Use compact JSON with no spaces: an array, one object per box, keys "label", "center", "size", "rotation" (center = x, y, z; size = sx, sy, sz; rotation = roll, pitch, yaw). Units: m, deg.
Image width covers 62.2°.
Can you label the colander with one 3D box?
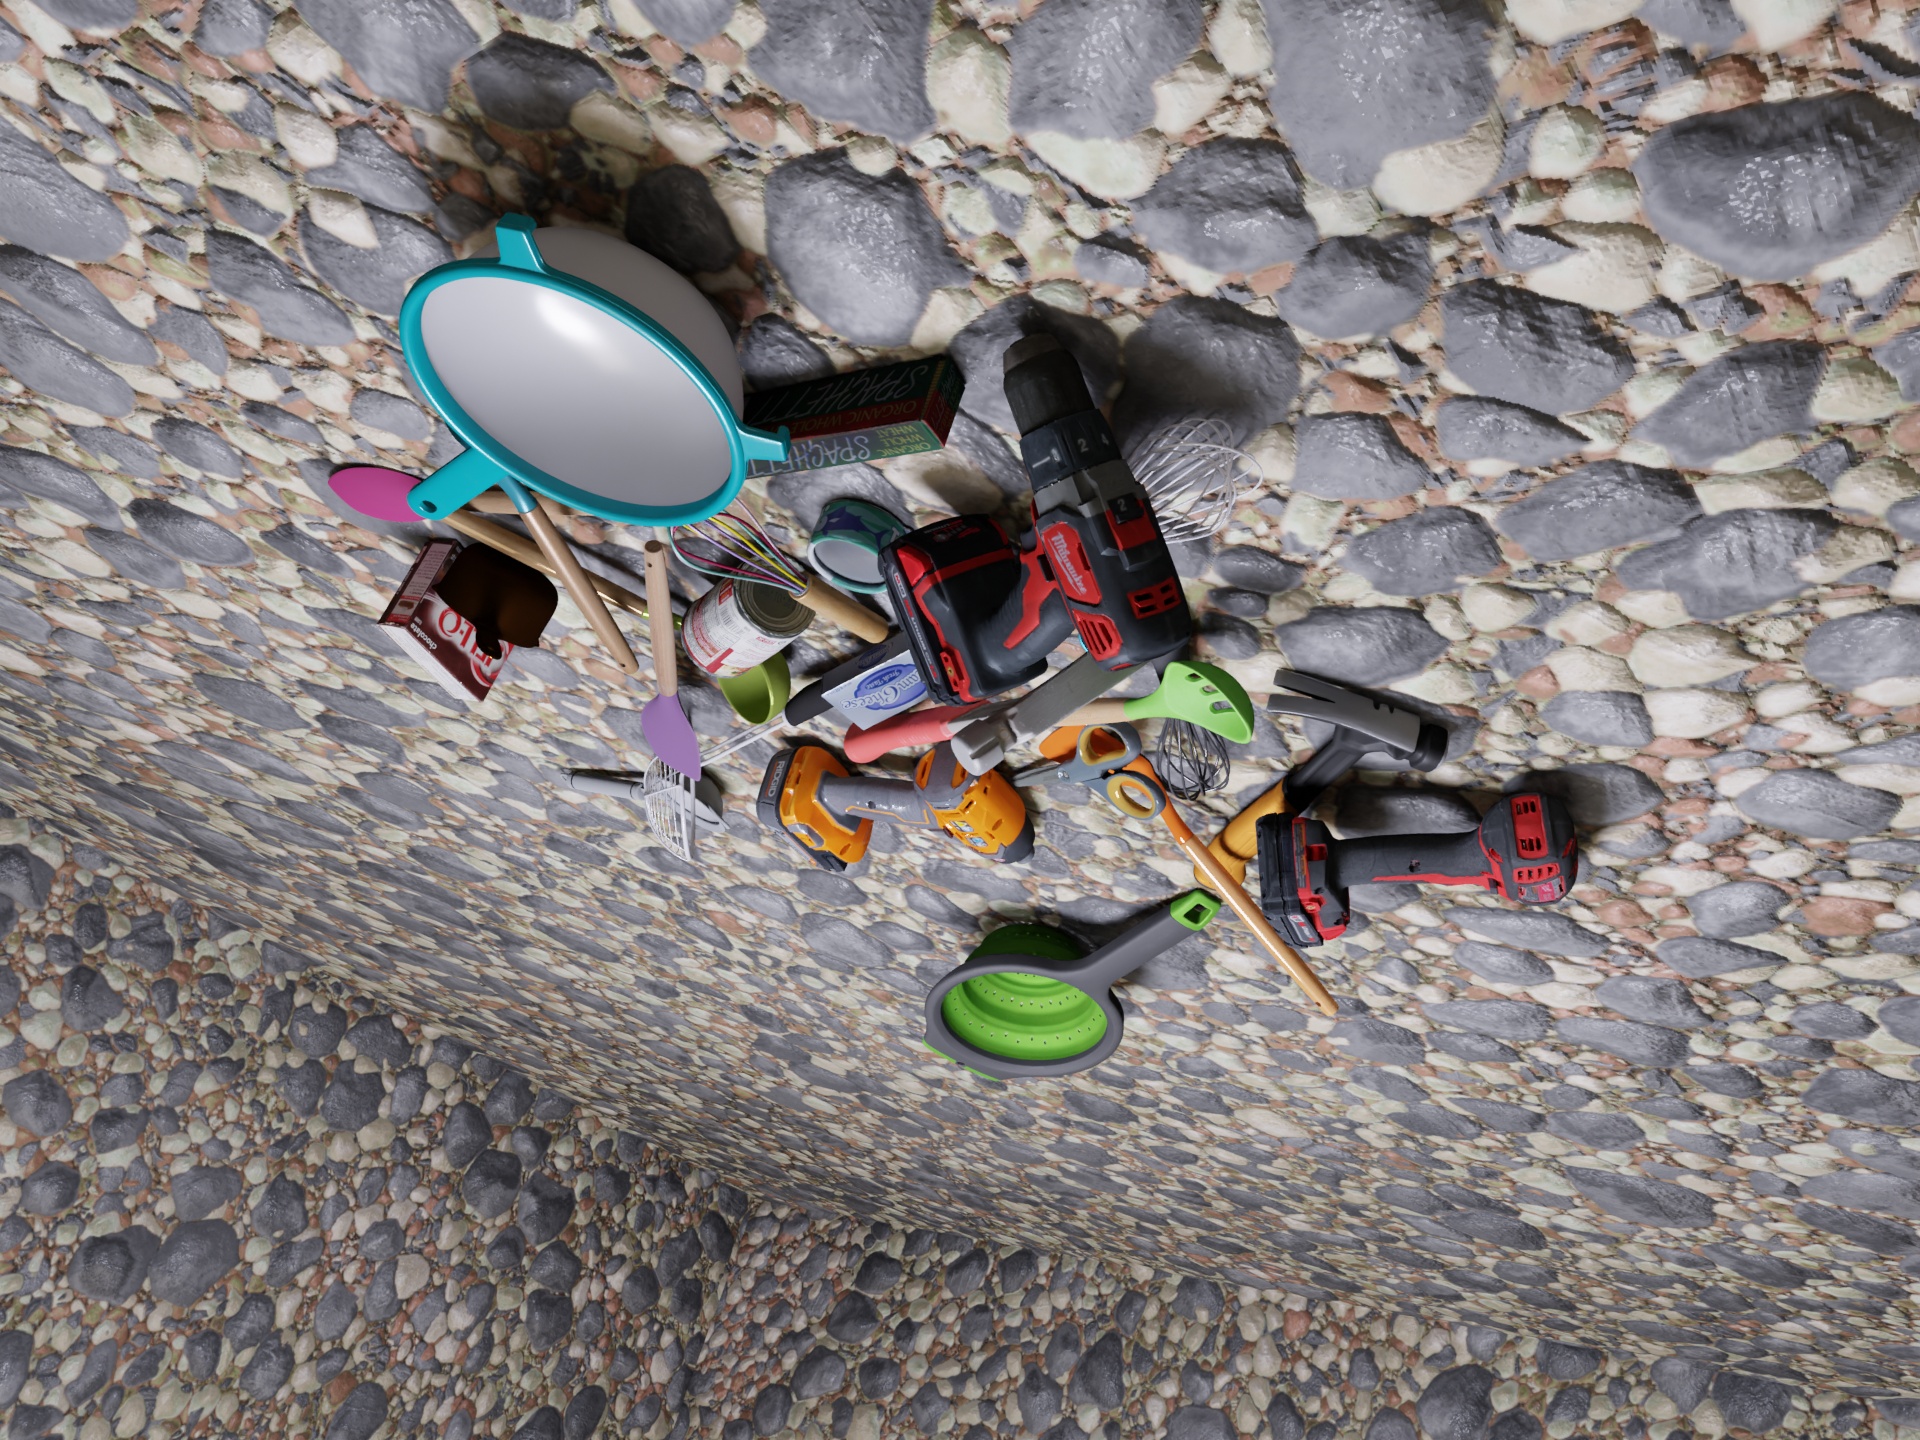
[{"label":"colander","center":[0.117,0.236,1.596],"size":[0.204,0.095,0.397],"rotation":[31,133,-21]}]

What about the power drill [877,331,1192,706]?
[{"label":"power drill","center":[0.034,-0.107,0.937],"size":[0.227,0.080,0.188],"rotation":[-20,91,62]}]

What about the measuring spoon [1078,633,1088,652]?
[{"label":"measuring spoon","center":[0.104,-0.084,1.064],"size":[0.042,0.021,0.128],"rotation":[26,147,19]}]

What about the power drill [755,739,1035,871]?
[{"label":"power drill","center":[-0.048,0.084,1.407],"size":[0.226,0.084,0.164],"rotation":[-3,148,31]}]

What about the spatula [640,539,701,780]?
[{"label":"spatula","center":[-0.231,-0.040,1.237],"size":[0.060,0.018,0.315],"rotation":[29,150,10]}]

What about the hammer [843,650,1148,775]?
[{"label":"hammer","center":[-0.002,-0.004,1.183],"size":[0.036,0.149,0.359],"rotation":[60,159,-8]}]

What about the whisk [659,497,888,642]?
[{"label":"whisk","center":[-0.121,-0.099,1.096],"size":[0.047,0.051,0.244],"rotation":[-18,154,27]}]

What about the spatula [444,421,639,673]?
[{"label":"spatula","center":[-0.292,-0.144,1.138],"size":[0.082,0.044,0.317],"rotation":[7,145,22]}]

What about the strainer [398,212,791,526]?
[{"label":"strainer","center":[-0.249,-0.204,0.977],"size":[0.210,0.095,0.340],"rotation":[37,149,-28]}]

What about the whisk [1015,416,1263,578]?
[{"label":"whisk","center":[0.085,-0.114,0.976],"size":[0.070,0.070,0.284],"rotation":[28,156,-18]}]

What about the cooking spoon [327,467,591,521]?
[{"label":"cooking spoon","center":[-0.360,-0.166,1.206],"size":[0.319,0.017,0.068],"rotation":[5,151,27]}]

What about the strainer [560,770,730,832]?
[{"label":"strainer","center":[-0.317,0.070,1.602],"size":[0.258,0.050,0.086],"rotation":[7,145,35]}]

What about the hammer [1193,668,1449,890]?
[{"label":"hammer","center":[0.241,0.062,1.223],"size":[0.127,0.034,0.336],"rotation":[20,154,-3]}]

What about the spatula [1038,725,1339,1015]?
[{"label":"spatula","center":[0.192,0.120,1.283],"size":[0.322,0.041,0.081],"rotation":[49,149,-2]}]

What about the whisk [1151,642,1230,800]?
[{"label":"whisk","center":[0.154,-0.016,1.127],"size":[0.055,0.055,0.238],"rotation":[7,147,22]}]

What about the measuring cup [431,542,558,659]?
[{"label":"measuring cup","center":[-0.351,-0.090,1.222],"size":[0.095,0.052,0.174],"rotation":[31,-174,-24]}]

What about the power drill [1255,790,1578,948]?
[{"label":"power drill","center":[0.337,0.110,1.167],"size":[0.220,0.079,0.143],"rotation":[-9,154,20]}]

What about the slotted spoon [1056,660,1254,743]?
[{"label":"slotted spoon","center":[0.106,-0.009,1.126],"size":[0.070,0.031,0.314],"rotation":[50,157,-17]}]

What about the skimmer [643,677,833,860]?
[{"label":"skimmer","center":[-0.161,0.021,1.367],"size":[0.090,0.127,0.363],"rotation":[19,148,-41]}]

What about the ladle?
[{"label":"ladle","center":[-0.275,-0.089,1.237],"size":[0.320,0.062,0.078],"rotation":[27,150,-18]}]
